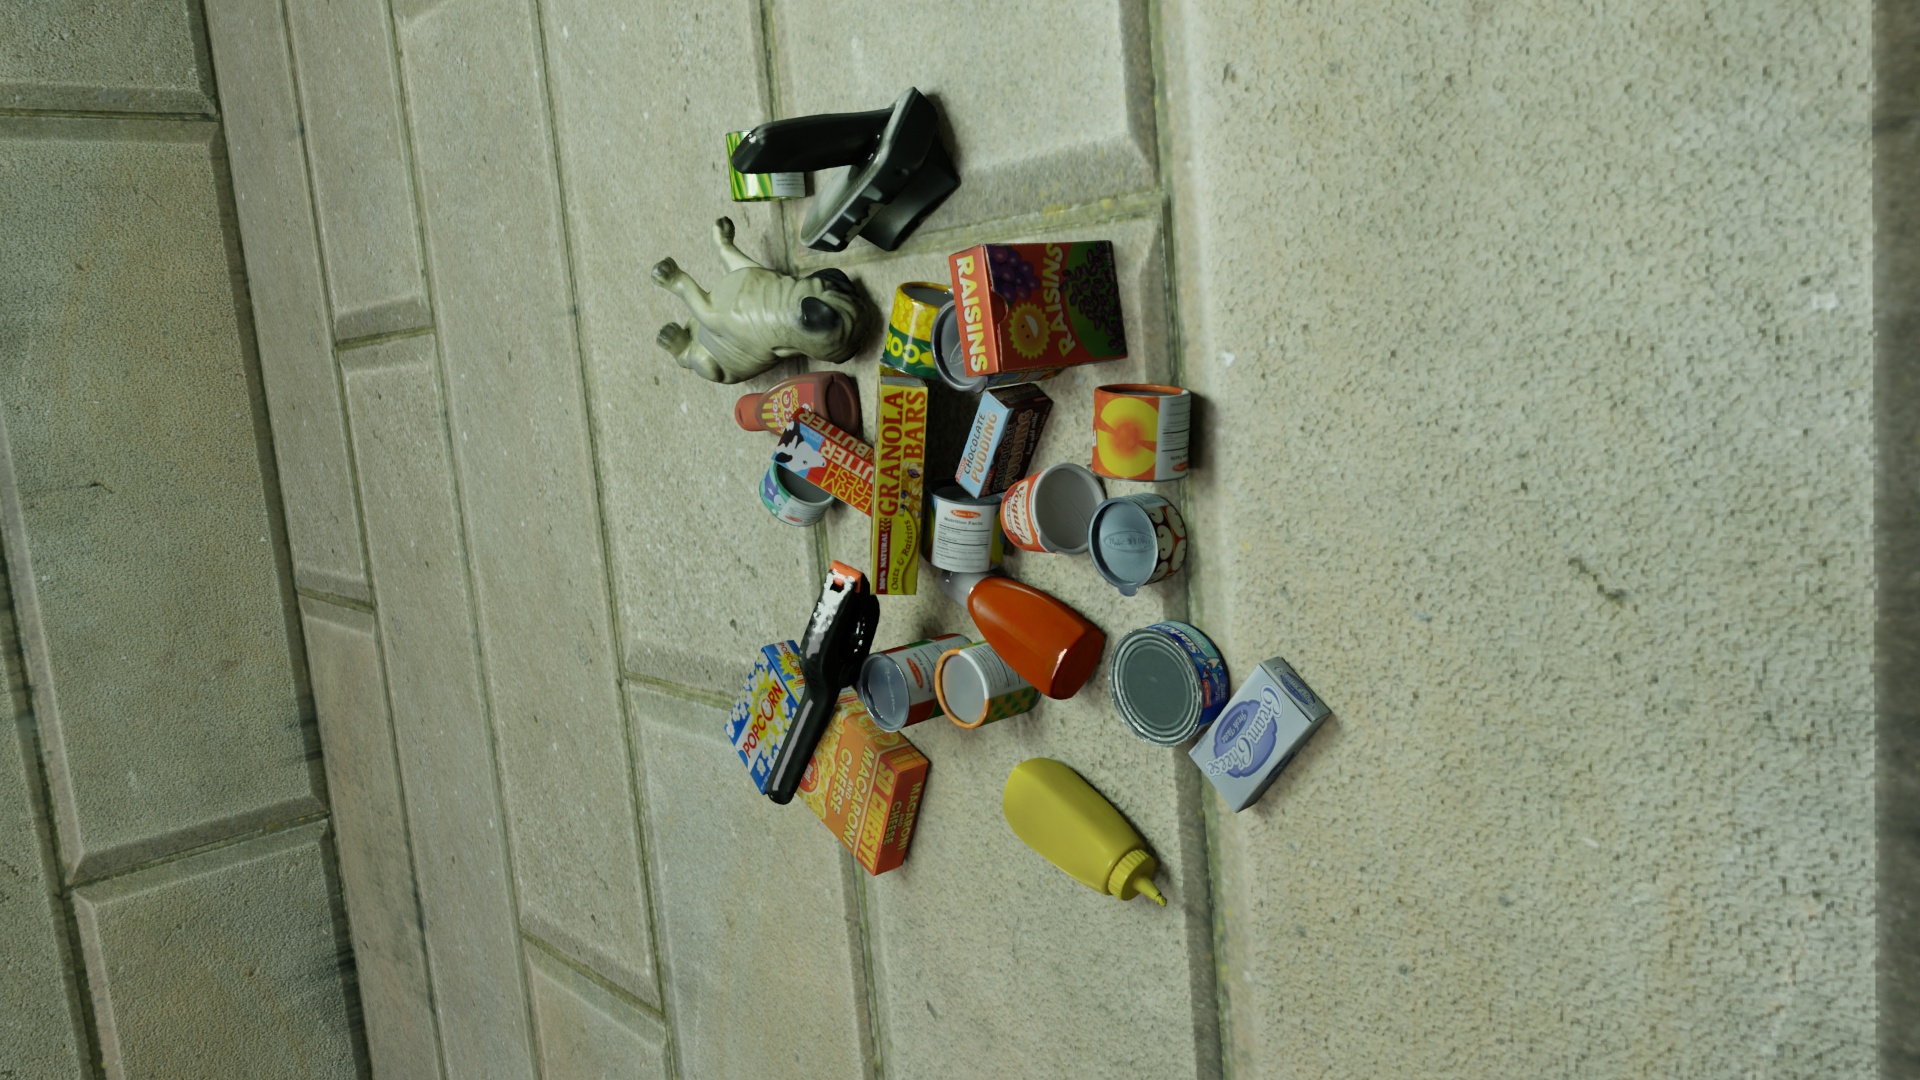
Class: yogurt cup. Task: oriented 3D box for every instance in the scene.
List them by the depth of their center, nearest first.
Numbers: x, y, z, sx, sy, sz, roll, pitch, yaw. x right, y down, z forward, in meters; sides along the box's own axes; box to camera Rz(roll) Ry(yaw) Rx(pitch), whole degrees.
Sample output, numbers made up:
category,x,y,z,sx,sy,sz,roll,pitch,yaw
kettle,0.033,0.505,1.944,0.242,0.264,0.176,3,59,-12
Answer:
category,x,y,z,sx,sy,sz,roll,pitch,yaw
yogurt cup,0.066,-0.021,1.022,0.054,0.072,0.072,-9,92,58

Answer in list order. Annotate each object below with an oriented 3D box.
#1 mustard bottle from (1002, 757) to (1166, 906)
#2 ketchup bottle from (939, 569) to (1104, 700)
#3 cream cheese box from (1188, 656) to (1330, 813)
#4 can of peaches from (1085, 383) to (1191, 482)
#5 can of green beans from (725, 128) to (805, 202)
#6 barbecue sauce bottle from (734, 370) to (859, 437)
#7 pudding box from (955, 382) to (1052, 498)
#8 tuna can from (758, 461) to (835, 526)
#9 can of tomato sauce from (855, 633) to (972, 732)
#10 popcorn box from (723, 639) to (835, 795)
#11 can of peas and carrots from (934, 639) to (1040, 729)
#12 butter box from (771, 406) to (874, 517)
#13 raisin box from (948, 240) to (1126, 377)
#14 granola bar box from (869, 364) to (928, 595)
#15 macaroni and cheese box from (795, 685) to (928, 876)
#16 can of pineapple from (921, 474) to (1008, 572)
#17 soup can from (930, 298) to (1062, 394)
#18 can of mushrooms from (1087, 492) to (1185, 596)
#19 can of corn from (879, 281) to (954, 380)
category,x,y,z,sx,sy,sz,roll,pitch,yaw
mustard bottle,0.099,0.229,1.054,0.160,0.049,0.065,36,125,38
ketchup bottle,0.042,0.061,1.080,0.149,0.043,0.064,36,102,39
cream cheese box,0.199,0.131,0.932,0.053,0.024,0.103,51,133,28
can of peaches,0.120,-0.074,0.941,0.071,0.071,0.058,17,111,46
can of green beans,-0.171,-0.329,1.222,0.071,0.071,0.057,9,106,48
barbecue sauce bottle,-0.152,-0.119,1.267,0.148,0.044,0.064,3,109,50
pudding box,0.032,-0.076,1.058,0.030,0.050,0.083,43,129,32
tuna can,-0.147,-0.050,1.261,0.032,0.071,0.071,-49,63,43
can of tomato sauce,-0.033,0.117,1.154,0.071,0.083,0.071,15,111,47
popcorn box,-0.171,0.166,1.301,0.085,0.038,0.126,53,133,28
can of peas and carrots,0.020,0.114,1.111,0.071,0.059,0.070,15,110,47
butter box,-0.108,-0.068,1.203,0.103,0.024,0.052,30,128,0
raisin box,0.055,-0.159,0.954,0.040,0.124,0.086,-3,97,50
granola bar box,-0.050,-0.051,1.115,0.124,0.039,0.165,-107,20,-76
macaroni and cheese box,-0.103,0.210,1.293,0.167,0.040,0.123,38,125,39
can of pineapple,0.004,-0.014,1.095,0.071,0.071,0.057,27,119,43
soup can,0.032,-0.143,1.015,0.071,0.084,0.071,16,111,47
can of mushrooms,0.124,0.002,0.981,0.071,0.033,0.071,14,109,46
can of corn,-0.026,-0.165,1.087,0.071,0.071,0.058,36,124,38
